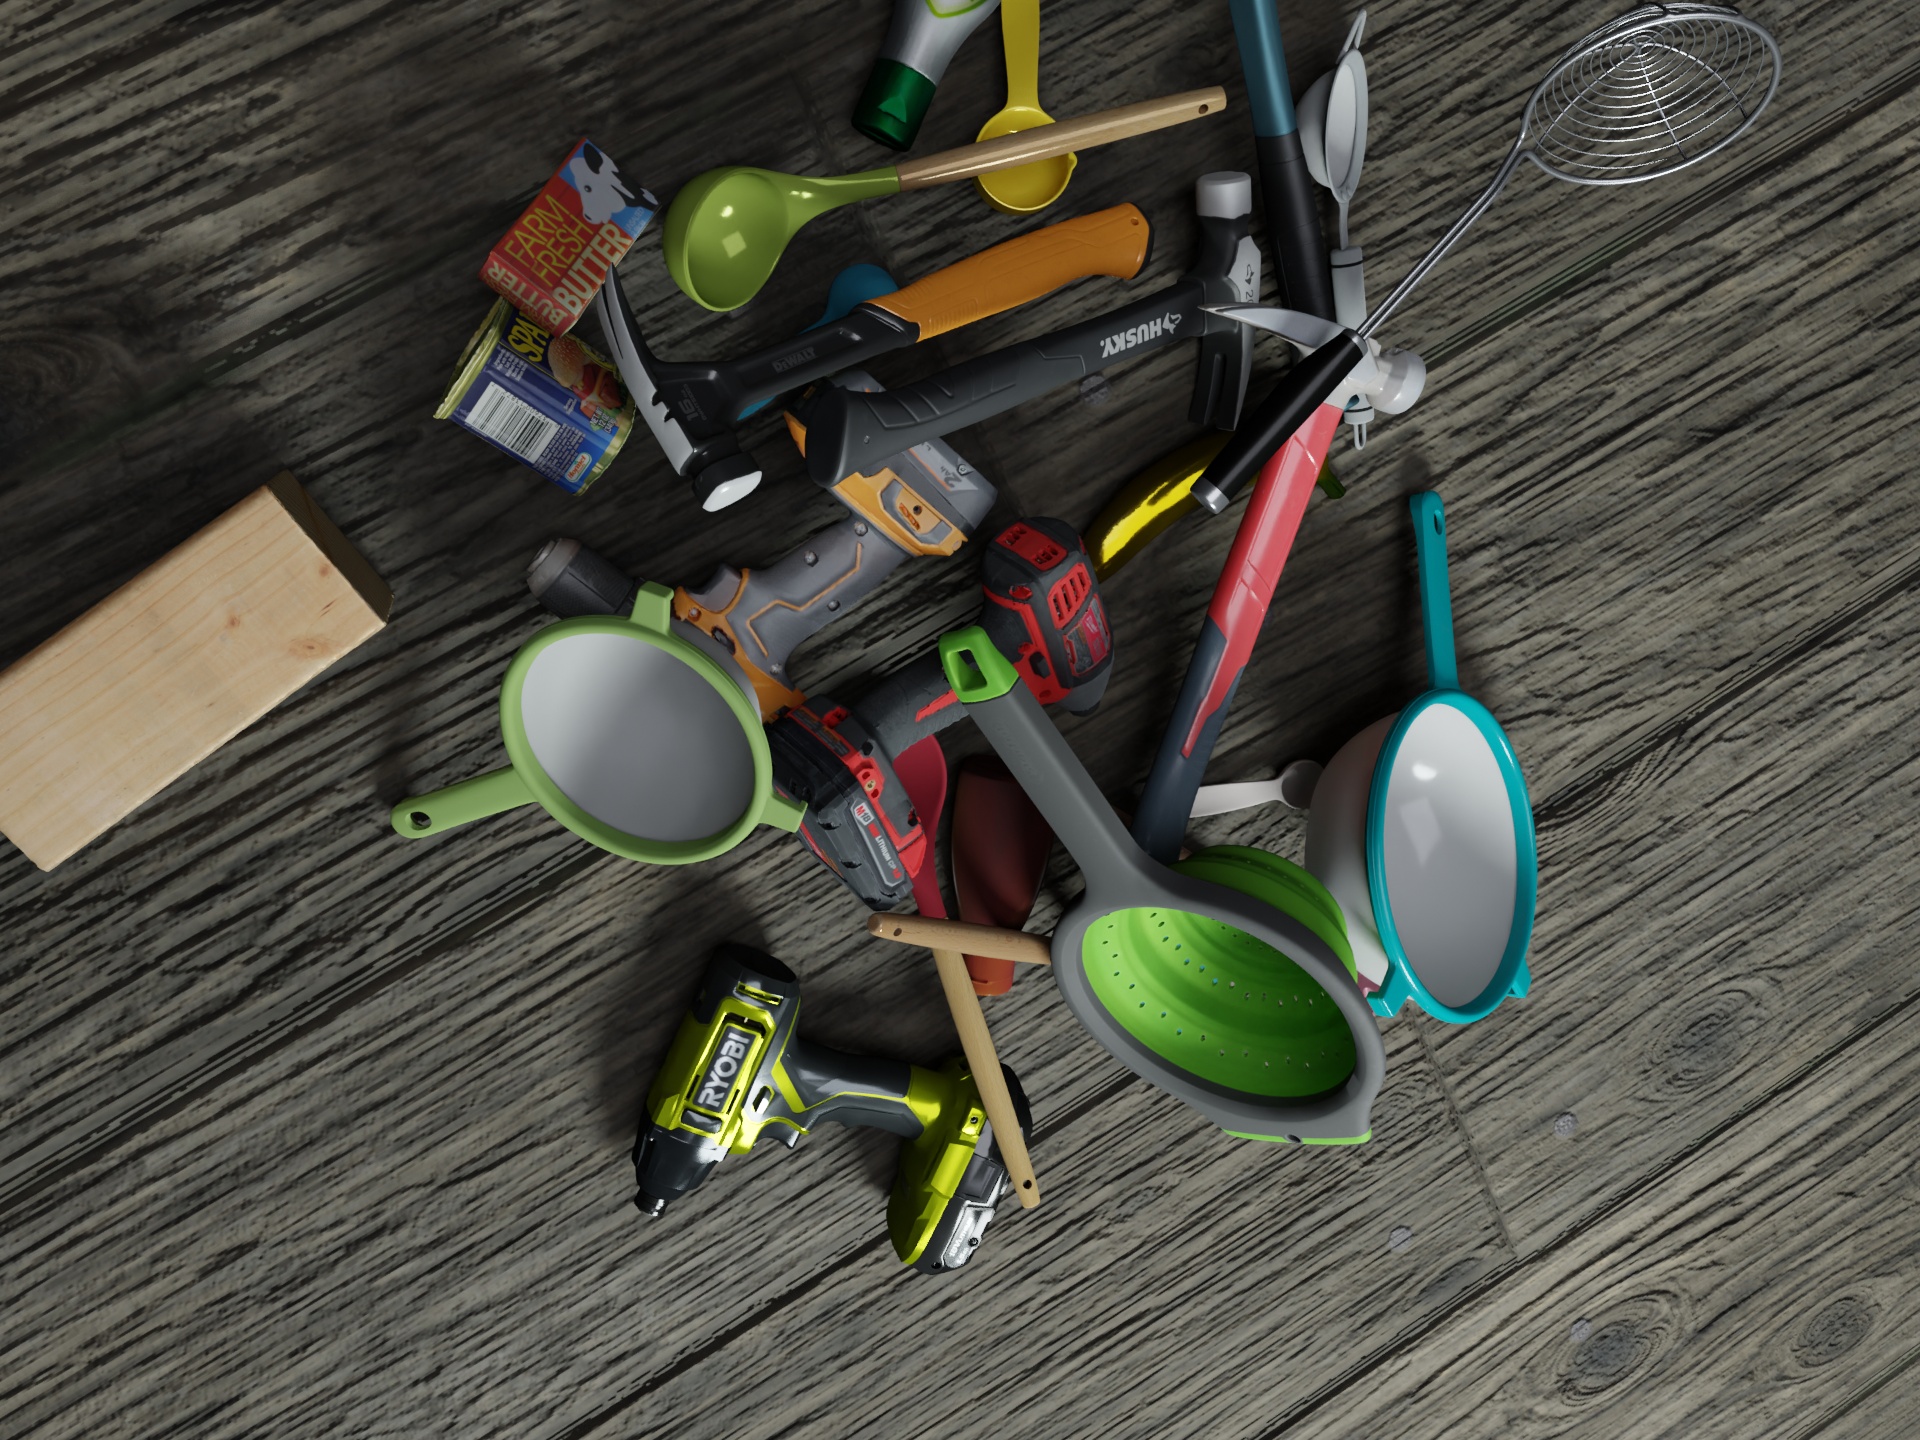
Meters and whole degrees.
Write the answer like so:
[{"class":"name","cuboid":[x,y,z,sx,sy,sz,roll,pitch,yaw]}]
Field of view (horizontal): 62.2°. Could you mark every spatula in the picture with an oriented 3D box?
[{"class":"spatula","cuboid":[0.060,0.146,0.988,0.317,0.044,0.082,17,102,-48]}]

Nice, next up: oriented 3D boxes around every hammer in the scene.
[{"class":"hammer","cuboid":[0.148,-0.053,0.959,0.143,0.038,0.386,13,105,-23]},{"class":"hammer","cuboid":[0.051,-0.191,0.866,0.335,0.035,0.146,-29,126,-35]},{"class":"hammer","cuboid":[0.185,-0.325,0.917,0.033,0.128,0.330,-30,120,-21]},{"class":"hammer","cuboid":[-0.027,-0.227,0.855,0.337,0.034,0.127,-28,86,-30]}]

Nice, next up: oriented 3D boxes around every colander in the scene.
[{"class":"colander","cuboid":[0.119,0.081,0.909,0.396,0.204,0.094,54,49,-23]}]

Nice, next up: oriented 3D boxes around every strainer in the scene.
[{"class":"strainer","cuboid":[0.232,-0.291,0.970,0.087,0.050,0.258,-41,127,-51]},{"class":"strainer","cuboid":[0.283,0.024,1.039,0.211,0.095,0.340,5,81,-45]},{"class":"strainer","cuboid":[-0.206,0.012,0.866,0.256,0.069,0.151,-17,116,28]}]

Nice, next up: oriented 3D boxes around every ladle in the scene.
[{"class":"ladle","cuboid":[-0.006,-0.293,0.863,0.320,0.062,0.078,-15,144,-3]},{"class":"ladle","cuboid":[-0.006,0.146,0.970,0.069,0.031,0.315,-18,89,-12]}]

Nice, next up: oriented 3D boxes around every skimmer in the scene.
[{"class":"skimmer","cuboid":[0.277,-0.237,0.862,0.363,0.090,0.127,-47,147,5]}]

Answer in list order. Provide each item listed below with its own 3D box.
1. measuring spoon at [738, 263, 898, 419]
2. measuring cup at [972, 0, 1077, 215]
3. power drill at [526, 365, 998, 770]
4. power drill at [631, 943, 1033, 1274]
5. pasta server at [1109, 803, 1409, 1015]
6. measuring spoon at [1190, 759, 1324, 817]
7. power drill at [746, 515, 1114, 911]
[{"class":"measuring spoon","cuboid":[-0.086,-0.211,0.903,0.128,0.021,0.042,-40,111,-5]},{"class":"measuring cup","cuboid":[0.032,-0.366,0.904,0.062,0.029,0.156,-2,92,-10]},{"class":"power drill","cuboid":[-0.113,-0.096,0.897,0.185,0.084,0.226,39,95,-19]},{"class":"power drill","cuboid":[-0.084,0.255,0.995,0.223,0.080,0.171,23,95,-17]},{"class":"pasta server","cuboid":[0.172,0.107,1.052,0.316,0.040,0.060,31,85,-20]},{"class":"measuring spoon","cuboid":[0.182,0.047,1.055,0.124,0.018,0.034,-8,108,-7]},{"class":"power drill","cuboid":[-0.001,-0.003,0.909,0.220,0.079,0.143,-41,140,-15]}]
